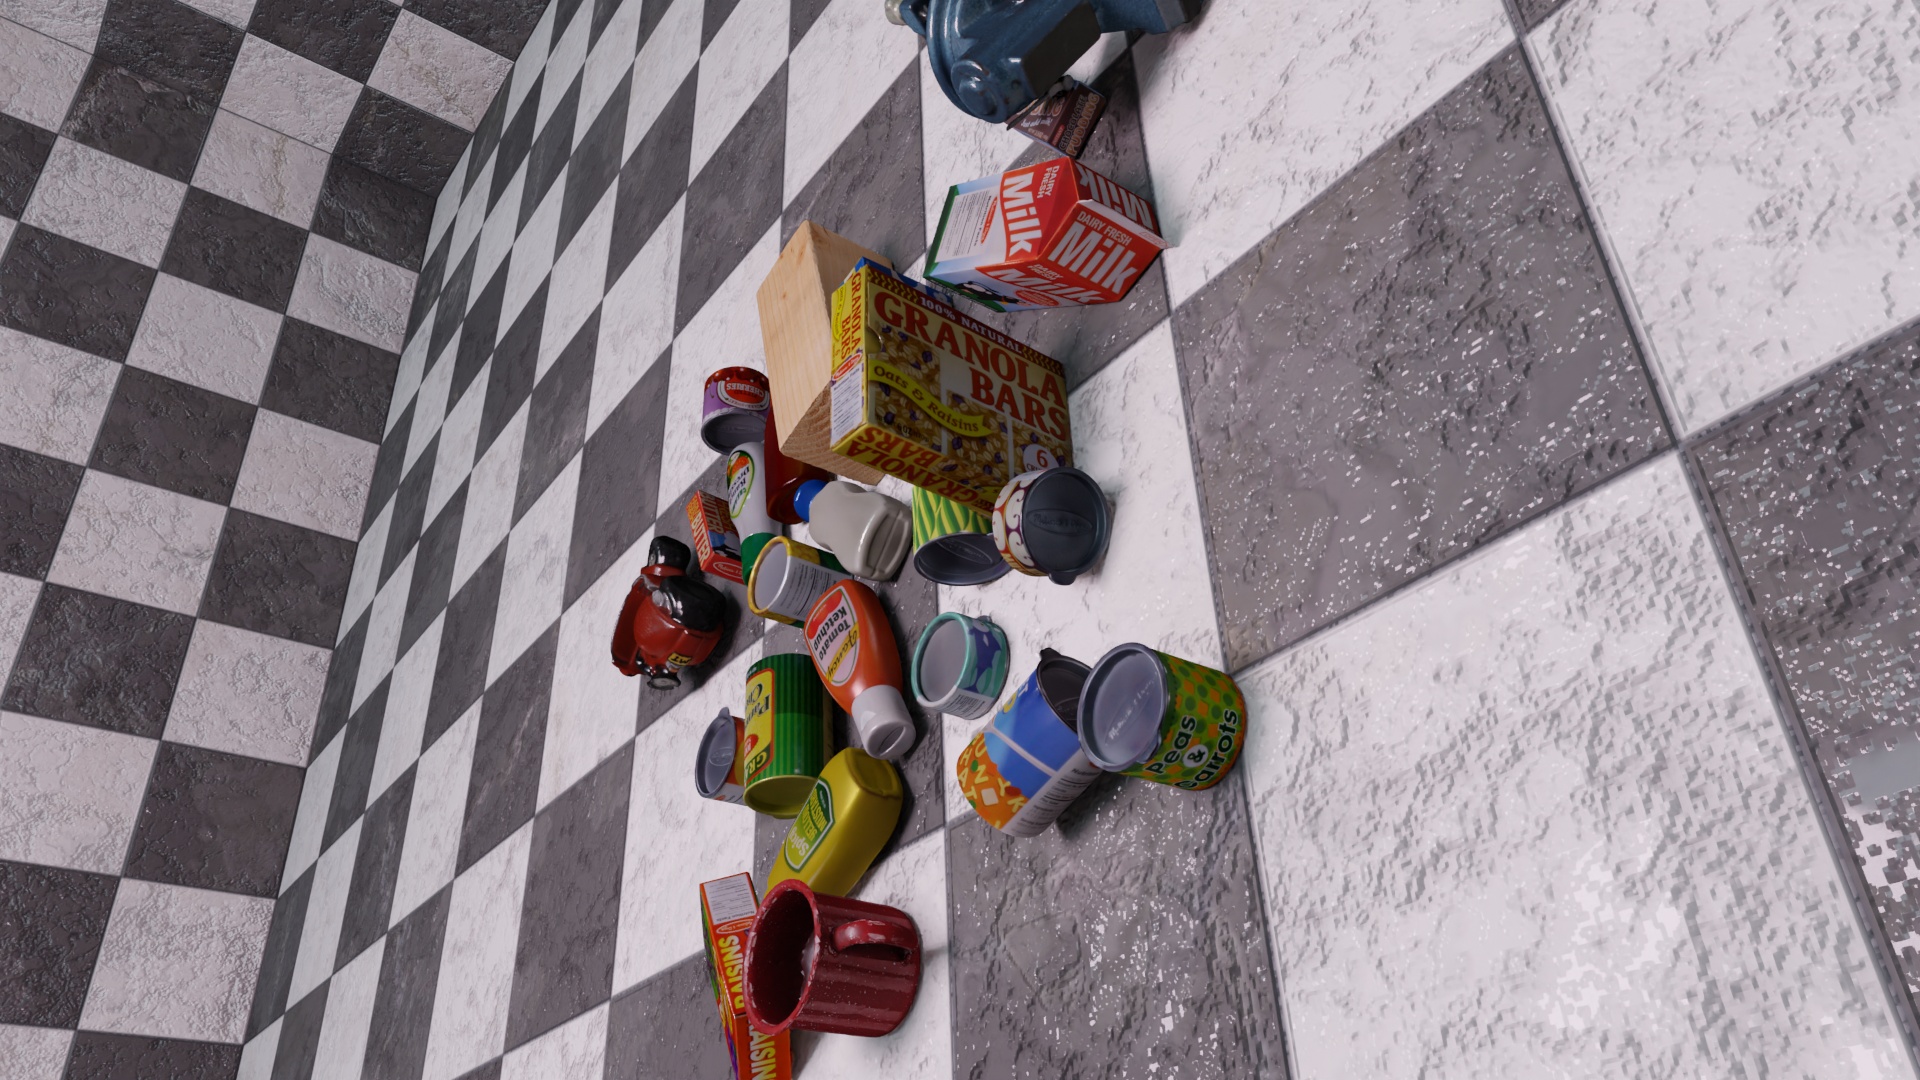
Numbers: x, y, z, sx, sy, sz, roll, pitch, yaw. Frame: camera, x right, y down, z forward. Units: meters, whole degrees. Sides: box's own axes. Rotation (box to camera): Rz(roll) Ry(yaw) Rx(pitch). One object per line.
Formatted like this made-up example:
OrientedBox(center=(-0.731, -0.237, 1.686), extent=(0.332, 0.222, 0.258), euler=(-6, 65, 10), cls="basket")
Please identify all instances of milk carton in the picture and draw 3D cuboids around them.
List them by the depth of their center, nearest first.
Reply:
OrientedBox(center=(0.058, -0.203, 0.934), extent=(0.190, 0.072, 0.073), euler=(9, 81, 59), cls="milk carton")

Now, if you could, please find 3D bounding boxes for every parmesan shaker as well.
OrientedBox(center=(-0.128, 0.145, 1.029), extent=(0.071, 0.071, 0.103), euler=(-41, 41, 38), cls="parmesan shaker")

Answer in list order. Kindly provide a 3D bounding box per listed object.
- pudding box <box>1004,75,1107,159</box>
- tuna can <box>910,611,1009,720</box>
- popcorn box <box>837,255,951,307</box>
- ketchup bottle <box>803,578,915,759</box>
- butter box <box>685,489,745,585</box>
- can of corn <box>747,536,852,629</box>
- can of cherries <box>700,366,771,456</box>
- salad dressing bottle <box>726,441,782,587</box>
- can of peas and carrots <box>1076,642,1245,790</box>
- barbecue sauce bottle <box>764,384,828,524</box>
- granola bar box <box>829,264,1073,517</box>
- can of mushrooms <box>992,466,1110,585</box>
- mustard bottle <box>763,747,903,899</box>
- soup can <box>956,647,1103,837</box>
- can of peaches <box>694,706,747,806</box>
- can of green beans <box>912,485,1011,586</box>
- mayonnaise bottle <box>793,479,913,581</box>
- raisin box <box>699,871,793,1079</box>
OrientedBox(center=(0.068, -0.316, 1.022), extent=(0.049, 0.030, 0.084), euler=(-60, 33, 13), cls="pudding box")
OrientedBox(center=(-0.001, 0.078, 0.902), extent=(0.071, 0.033, 0.071), euler=(-32, 48, 45), cls="tuna can")
OrientedBox(center=(-0.043, -0.146, 1.043), extent=(0.038, 0.085, 0.127), euler=(-46, 39, 35), cls="popcorn box")
OrientedBox(center=(-0.069, 0.093, 0.988), extent=(0.064, 0.043, 0.149), euler=(-51, 36, 17), cls="ketchup bottle")
OrientedBox(center=(-0.213, -0.002, 1.253), extent=(0.024, 0.053, 0.104), euler=(-54, 35, 21), cls="butter box")
OrientedBox(center=(-0.128, 0.035, 1.097), extent=(0.071, 0.058, 0.071), euler=(-33, 47, 44), cls="can of corn")
OrientedBox(center=(-0.207, -0.122, 1.298), extent=(0.071, 0.071, 0.059), euler=(-39, 42, 40), cls="can of cherries")
OrientedBox(center=(-0.177, -0.022, 1.217), extent=(0.064, 0.044, 0.148), euler=(-50, 37, 33), cls="salad dressing bottle")
OrientedBox(center=(0.104, 0.092, 0.710), extent=(0.070, 0.059, 0.071), euler=(-32, 49, 45), cls="can of peas and carrots")
OrientedBox(center=(-0.145, -0.087, 1.207), extent=(0.064, 0.043, 0.149), euler=(-45, 39, 35), cls="barbecue sauce bottle")
OrientedBox(center=(-0.003, -0.086, 0.872), extent=(0.039, 0.165, 0.125), euler=(-35, 46, 40), cls="granola bar box")
OrientedBox(center=(0.054, -0.008, 0.836), extent=(0.033, 0.071, 0.071), euler=(-4, 70, 57), cls="can of mushrooms")
OrientedBox(center=(-0.096, 0.218, 0.953), extent=(0.159, 0.049, 0.065), euler=(-59, 30, 17), cls="mustard bottle")
OrientedBox(center=(0.045, 0.114, 0.778), extent=(0.083, 0.071, 0.072), euler=(-51, 36, 28), cls="soup can")
OrientedBox(center=(-0.165, 0.170, 1.077), extent=(0.071, 0.058, 0.071), euler=(-34, 46, 44), cls="can of peaches")
OrientedBox(center=(0.001, -0.011, 0.918), extent=(0.071, 0.071, 0.058), euler=(-37, 44, 42), cls="can of green beans")
OrientedBox(center=(-0.087, -0.016, 1.082), extent=(0.148, 0.041, 0.064), euler=(28, 96, 59), cls="mayonnaise bottle")
OrientedBox(center=(-0.149, 0.306, 0.964), extent=(0.124, 0.040, 0.085), euler=(-123, 30, -53), cls="raisin box")
